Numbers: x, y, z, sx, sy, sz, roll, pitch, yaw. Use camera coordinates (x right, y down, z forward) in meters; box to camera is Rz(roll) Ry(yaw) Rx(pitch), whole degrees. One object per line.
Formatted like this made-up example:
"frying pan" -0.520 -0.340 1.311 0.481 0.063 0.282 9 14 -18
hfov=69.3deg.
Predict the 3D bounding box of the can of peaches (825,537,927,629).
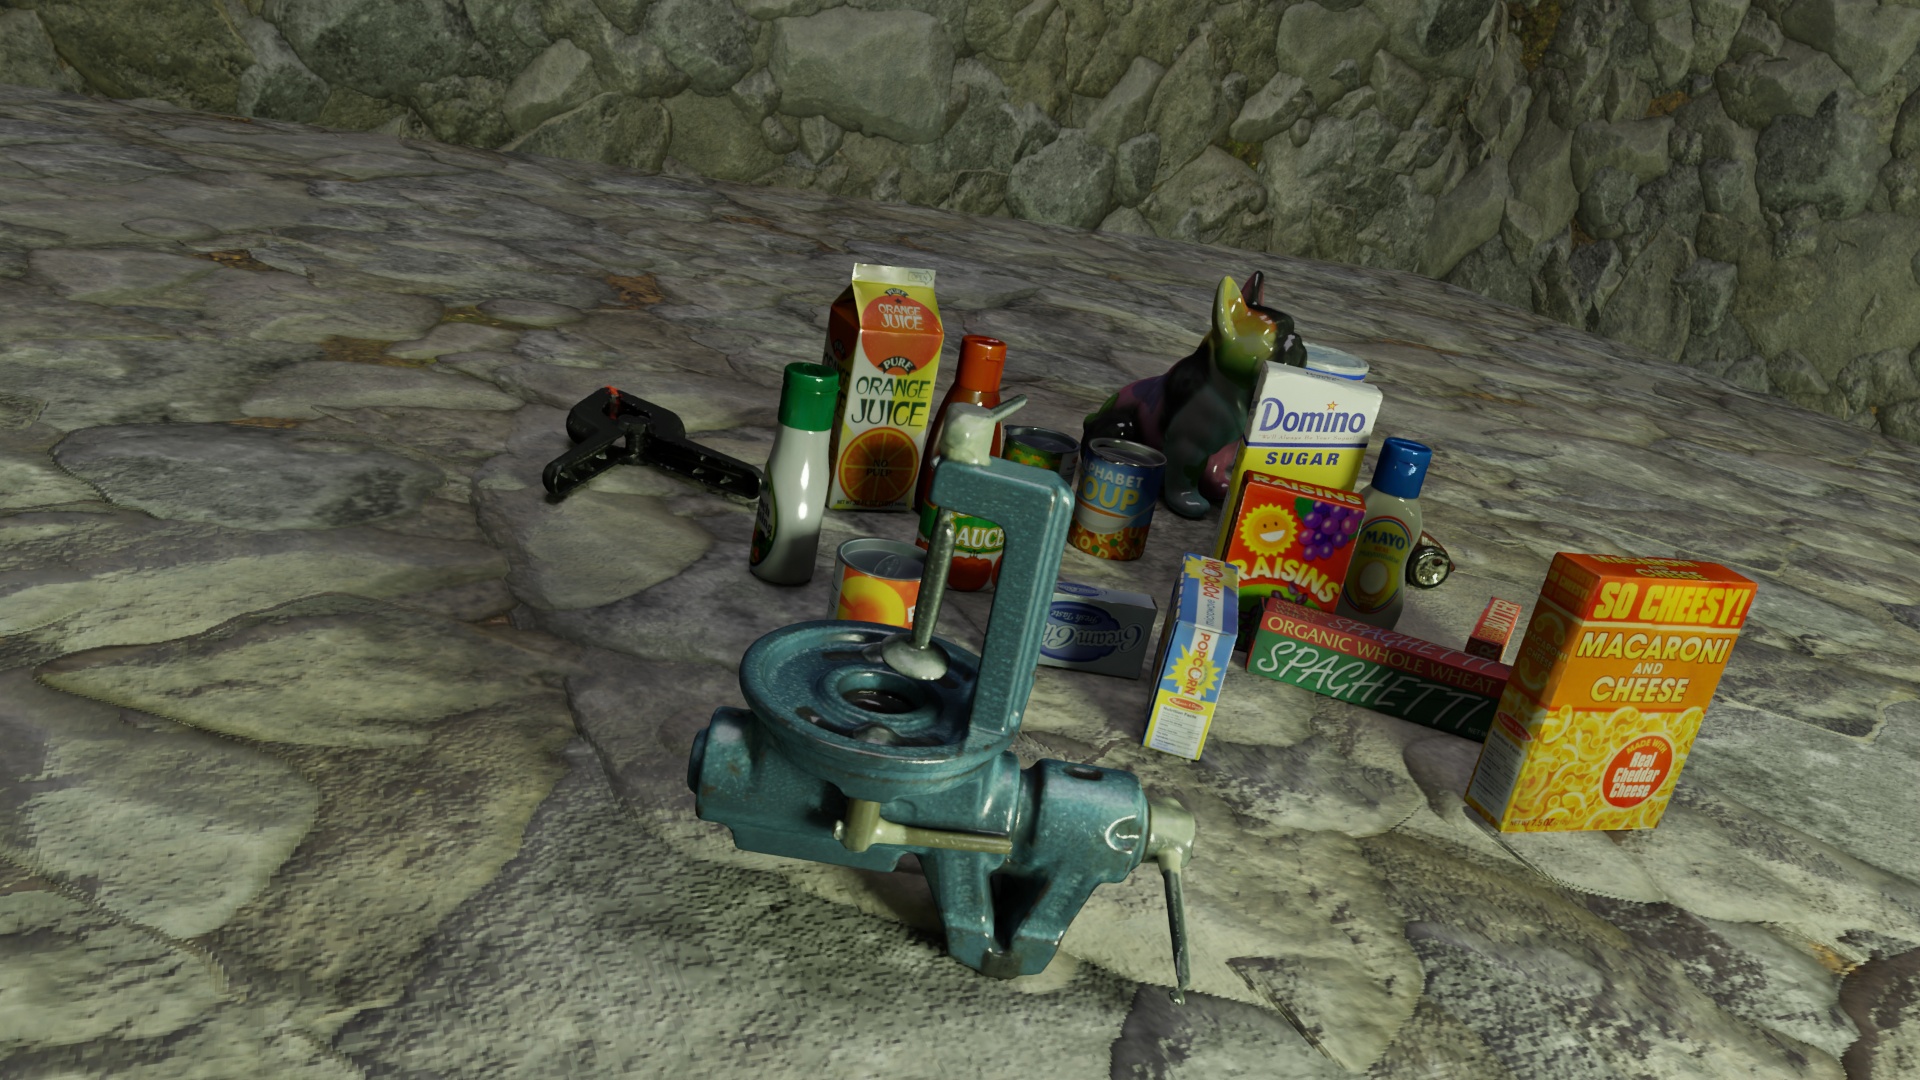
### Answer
"can of peaches" -0.048 0.037 0.881 0.071 0.057 0.071 10 20 -4

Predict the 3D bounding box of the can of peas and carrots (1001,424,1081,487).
"can of peas and carrots" 0.064 -0.063 1.207 0.071 0.058 0.071 10 20 -4

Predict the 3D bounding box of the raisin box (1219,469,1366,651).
"raisin box" 0.228 0.020 0.985 0.086 0.123 0.040 14 20 6

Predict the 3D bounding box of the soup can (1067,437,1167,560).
"soup can" 0.125 -0.033 1.126 0.071 0.083 0.071 10 20 -4

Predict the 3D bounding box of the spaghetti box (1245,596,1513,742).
"spaghetti box" 0.318 0.097 0.933 0.250 0.050 0.029 16 20 12

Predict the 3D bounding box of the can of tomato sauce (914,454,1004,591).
"can of tomato sauce" 0.004 -0.013 1.007 0.071 0.082 0.071 10 20 -4

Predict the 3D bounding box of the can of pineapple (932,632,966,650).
"can of pineapple" -0.027 0.088 0.758 0.071 0.057 0.071 10 20 -4

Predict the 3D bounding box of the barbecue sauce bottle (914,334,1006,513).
"barbecue sauce bottle" 0.006 -0.089 1.117 0.065 0.148 0.044 1 23 -28

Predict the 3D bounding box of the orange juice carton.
"orange juice carton" -0.068 -0.124 1.106 0.072 0.191 0.073 1 22 -26

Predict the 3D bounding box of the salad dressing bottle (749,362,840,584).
"salad dressing bottle" -0.111 -0.045 0.938 0.044 0.147 0.064 4 21 -20

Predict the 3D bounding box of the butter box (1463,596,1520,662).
"butter box" 0.382 0.080 1.009 0.024 0.053 0.104 20 22 23

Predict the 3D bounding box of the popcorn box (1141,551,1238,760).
"popcorn box" 0.144 0.069 0.863 0.038 0.085 0.127 14 20 7

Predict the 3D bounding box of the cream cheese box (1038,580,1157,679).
"cream cheese box" 0.072 0.056 0.905 0.104 0.053 0.024 9 20 -7

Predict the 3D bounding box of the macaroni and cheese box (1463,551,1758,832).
"macaroni and cheese box" 0.381 0.091 0.818 0.124 0.165 0.040 3 21 -22

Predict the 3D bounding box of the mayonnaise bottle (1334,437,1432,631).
"mayonnaise bottle" 0.321 -0.004 1.064 0.065 0.147 0.041 13 20 3
